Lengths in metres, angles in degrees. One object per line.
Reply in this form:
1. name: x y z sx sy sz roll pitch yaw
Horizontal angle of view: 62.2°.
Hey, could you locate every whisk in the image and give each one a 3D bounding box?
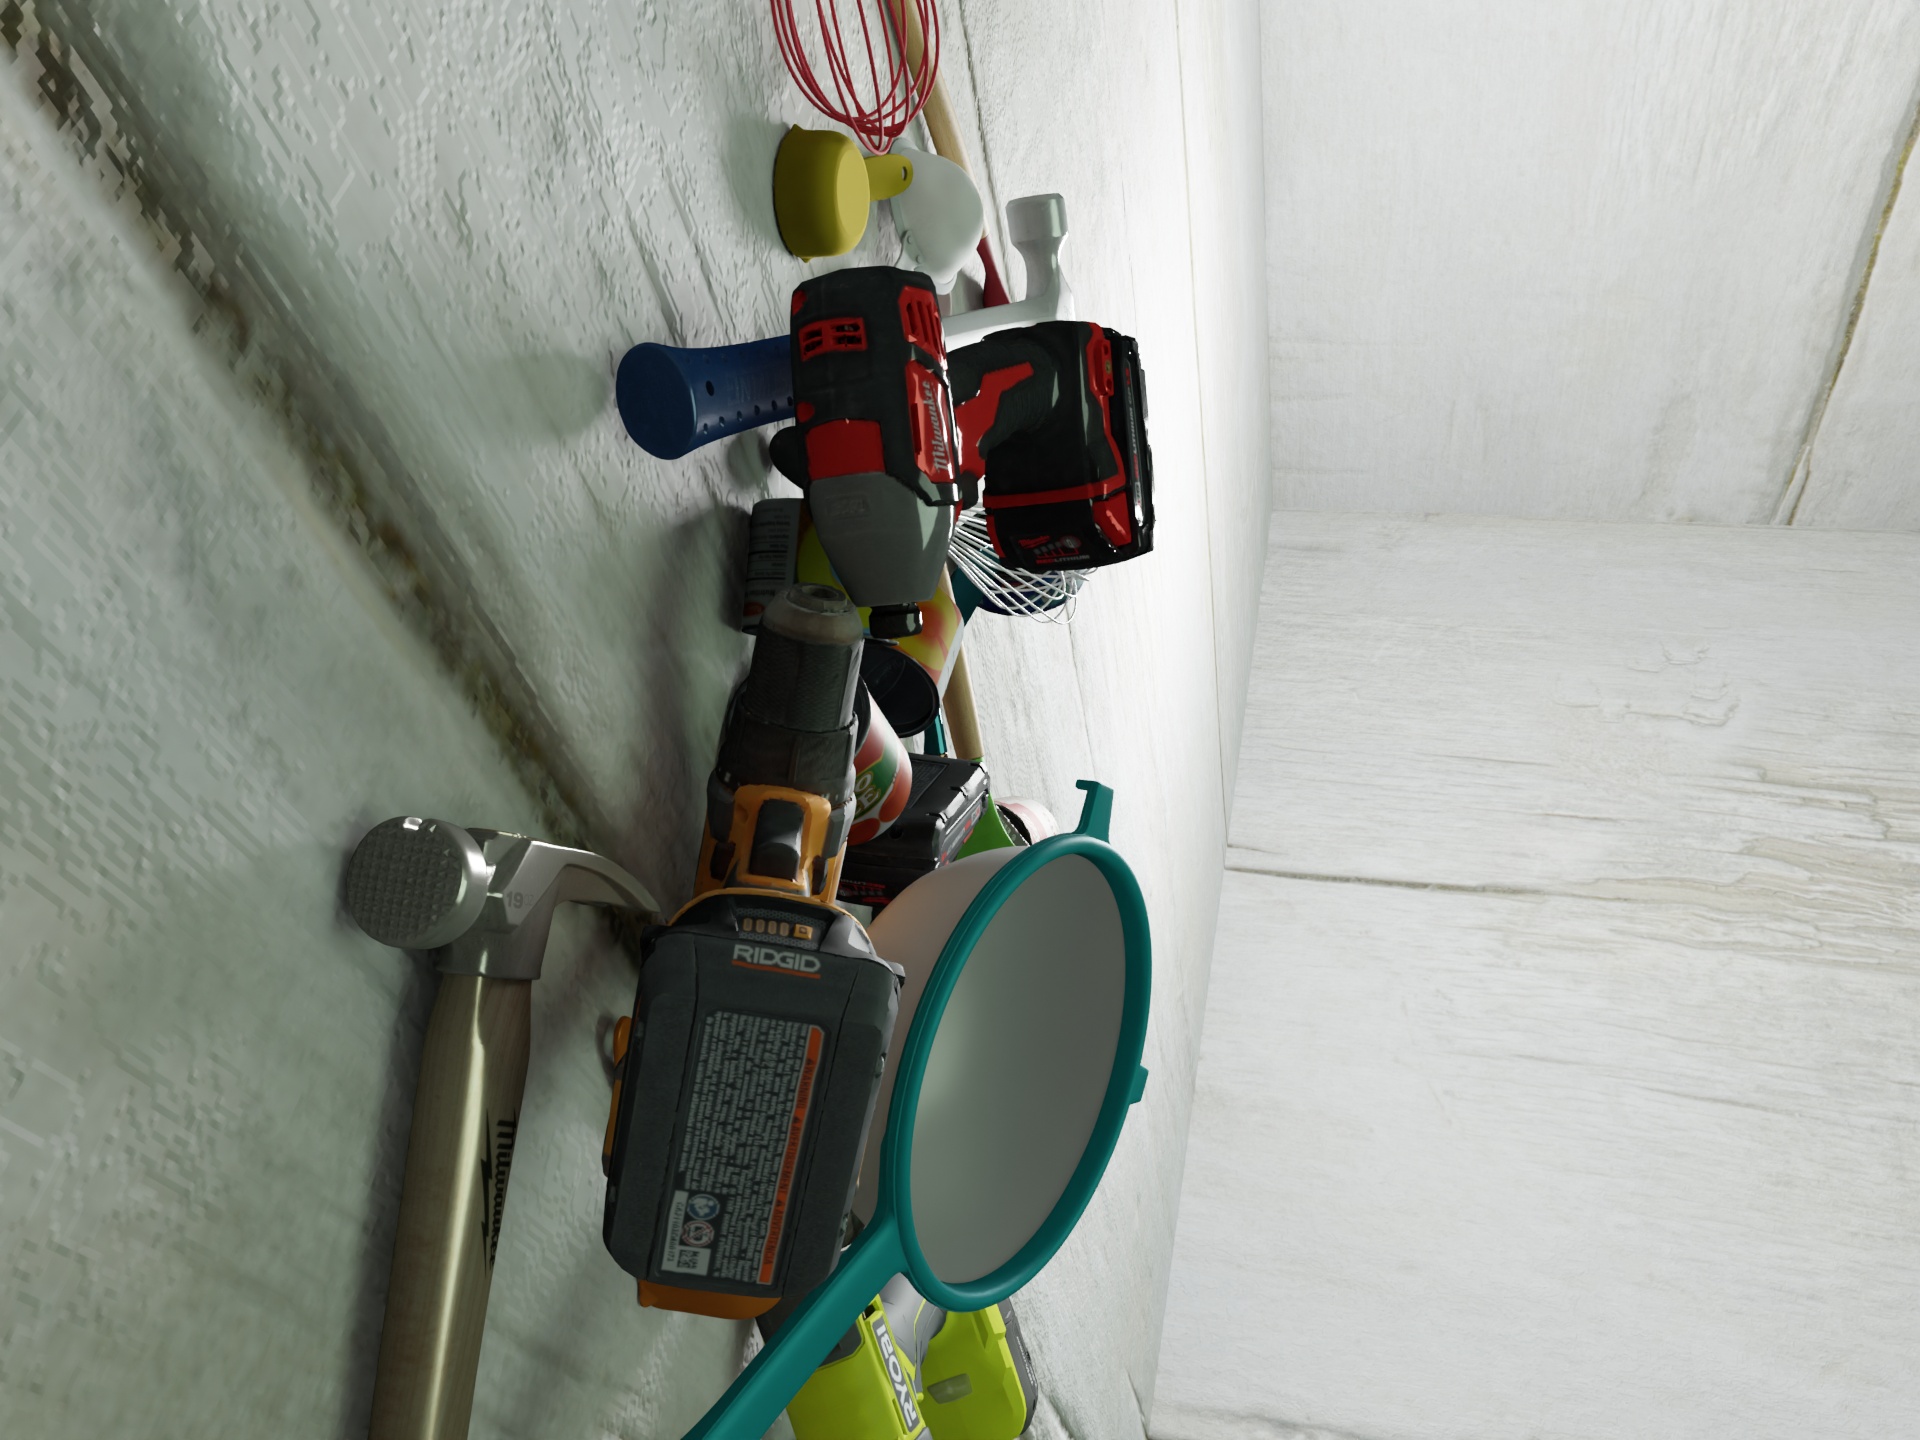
1. whisk: -0.065 -0.376 0.646 0.073 0.073 0.295 -69 152 -46
2. whisk: -0.007 -0.103 0.834 0.284 0.070 0.070 15 79 -57

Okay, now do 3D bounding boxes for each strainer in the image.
1. strainer: -0.031 -0.233 0.839 0.086 0.050 0.259 60 37 -38
2. strainer: -0.037 0.178 0.673 0.340 0.095 0.210 -42 133 -42

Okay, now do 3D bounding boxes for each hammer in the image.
1. hammer: -0.025 -0.170 0.752 0.405 0.035 0.144 -36 121 -59
2. hammer: -0.163 0.240 0.484 0.146 0.038 0.411 39 57 -73

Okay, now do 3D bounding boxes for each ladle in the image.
1. ladle: 0.006 -0.314 0.961 0.069 0.031 0.315 57 -2 32

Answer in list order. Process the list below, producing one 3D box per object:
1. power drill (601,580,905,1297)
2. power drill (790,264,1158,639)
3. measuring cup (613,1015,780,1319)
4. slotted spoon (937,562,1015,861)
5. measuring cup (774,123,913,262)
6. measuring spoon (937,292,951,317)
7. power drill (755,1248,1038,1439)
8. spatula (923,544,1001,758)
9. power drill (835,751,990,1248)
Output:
1. power drill: -0.067 0.064 0.568 0.226 0.084 0.185 -100 -158 -69
2. power drill: 0.007 -0.113 0.694 0.219 0.078 0.143 -14 100 -60
3. measuring cup: -0.101 0.181 0.658 0.095 0.052 0.173 -70 160 -45
4. slotted spoon: -0.001 -0.003 0.903 0.031 0.070 0.314 -11 90 -65
5. measuring cup: -0.044 -0.261 0.775 0.156 0.029 0.062 -46 138 -58
6. measuring spoon: -0.033 -0.205 0.892 0.034 0.018 0.124 70 35 -48
7. power drill: -0.028 0.358 0.849 0.223 0.080 0.171 24 44 -75
8. spatula: -0.007 0.046 0.992 0.082 0.044 0.317 -34 128 -63
9. power drill: -0.045 0.144 0.825 0.188 0.080 0.226 -48 142 -66
